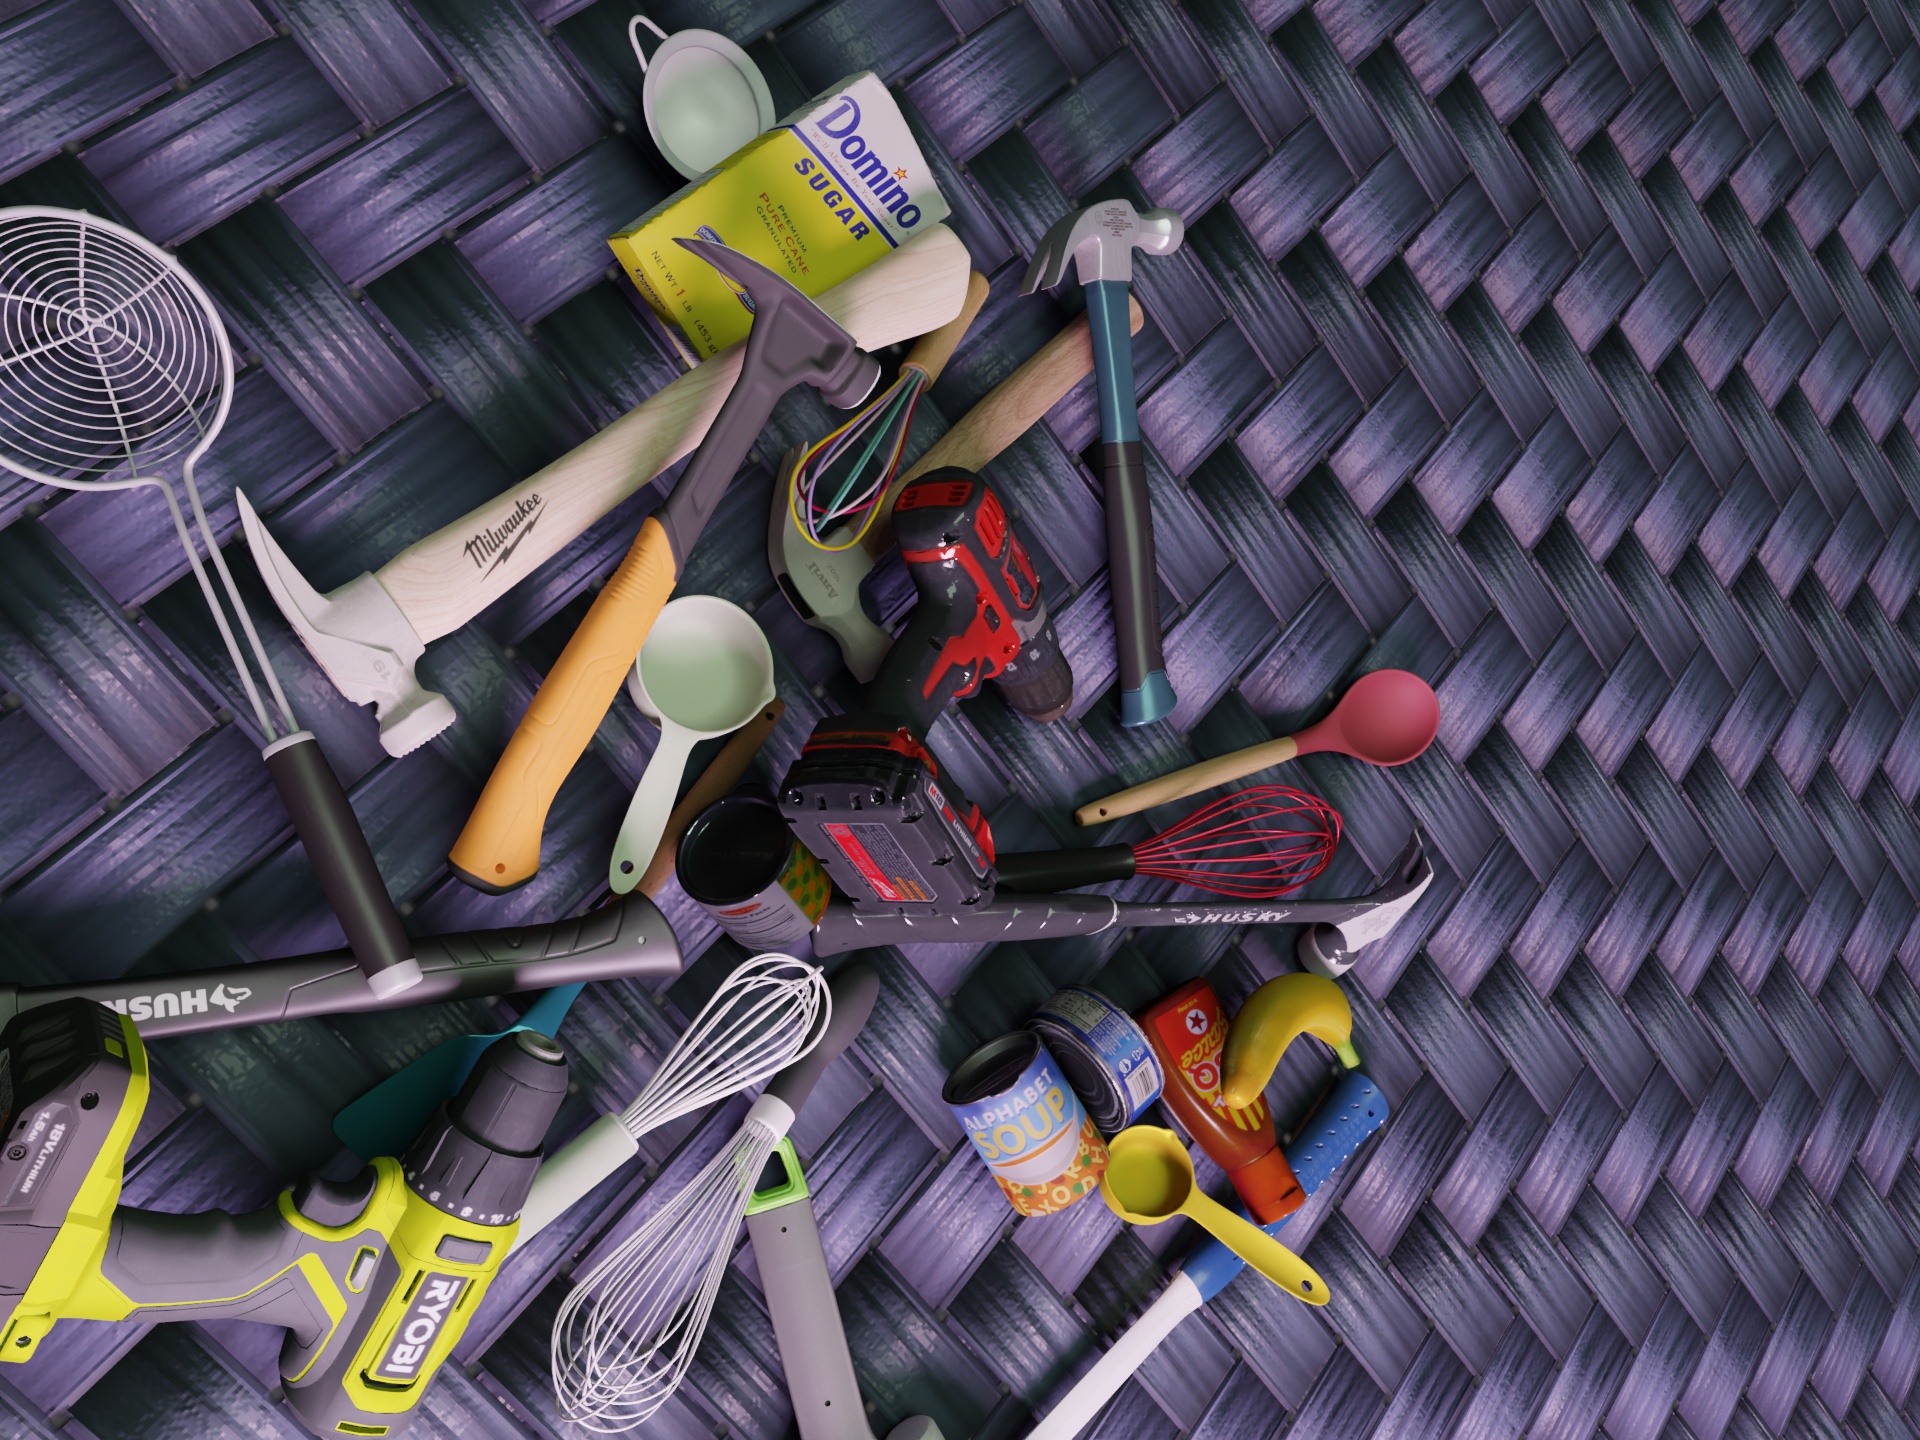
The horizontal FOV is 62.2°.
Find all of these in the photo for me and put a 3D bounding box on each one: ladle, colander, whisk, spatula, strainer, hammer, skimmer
[{"bbox_3d":[0.205,0.025,1.074,0.315,0.031,0.069,-16,89,-30],"label":"ladle"},{"bbox_3d":[-0.048,0.409,0.797,0.204,0.094,0.397,-14,83,-13],"label":"colander"},{"bbox_3d":[-0.164,0.202,0.803,0.246,0.059,0.058,-37,86,-21],"label":"whisk"},{"bbox_3d":[-0.186,0.104,0.827,0.082,0.044,0.318,44,58,-17],"label":"spatula"},{"bbox_3d":[-0.098,-0.307,0.931,0.258,0.050,0.087,36,70,-28],"label":"strainer"},{"bbox_3d":[-0.036,-0.186,0.910,0.047,0.051,0.245,27,54,0],"label":"whisk"},{"bbox_3d":[0.007,-0.174,0.980,0.331,0.031,0.130,-46,107,-28],"label":"hammer"},{"bbox_3d":[-0.163,-0.157,0.830,0.410,0.038,0.146,-38,103,-20],"label":"hammer"},{"bbox_3d":[-0.164,-0.069,0.788,0.127,0.034,0.337,32,84,-43],"label":"hammer"},{"bbox_3d":[0.105,-0.162,1.012,0.128,0.033,0.331,-10,96,-40],"label":"hammer"},{"bbox_3d":[0.120,0.085,0.996,0.295,0.073,0.073,-5,86,-27],"label":"whisk"},{"bbox_3d":[-0.292,0.126,0.724,0.334,0.035,0.146,-4,84,-24],"label":"hammer"},{"bbox_3d":[-0.331,-0.044,0.689,0.127,0.090,0.363,-26,85,2],"label":"skimmer"},{"bbox_3d":[-0.115,0.229,0.813,0.070,0.070,0.285,50,47,-16],"label":"whisk"},{"bbox_3d":[0.101,0.115,0.952,0.408,0.149,0.036,2,55,-25],"label":"hammer"},{"bbox_3d":[0.136,0.360,0.976,0.405,0.035,0.144,-35,101,-31],"label":"hammer"}]

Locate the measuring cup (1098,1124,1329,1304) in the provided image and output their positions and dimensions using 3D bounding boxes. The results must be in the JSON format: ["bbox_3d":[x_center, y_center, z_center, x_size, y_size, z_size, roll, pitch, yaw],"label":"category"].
[{"bbox_3d":[0.151,0.305,0.961,0.156,0.029,0.062,34,58,7],"label":"measuring cup"}]

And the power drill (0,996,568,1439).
[{"bbox_3d":[-0.290,0.198,0.666,0.228,0.080,0.190,28,92,-38],"label":"power drill"}]

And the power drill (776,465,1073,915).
[{"bbox_3d":[-0.001,-0.003,0.881,0.187,0.080,0.227,57,41,-43],"label":"power drill"}]

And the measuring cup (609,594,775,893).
[{"bbox_3d":[-0.156,0.014,0.845,0.083,0.038,0.168,25,71,-21],"label":"measuring cup"}]
